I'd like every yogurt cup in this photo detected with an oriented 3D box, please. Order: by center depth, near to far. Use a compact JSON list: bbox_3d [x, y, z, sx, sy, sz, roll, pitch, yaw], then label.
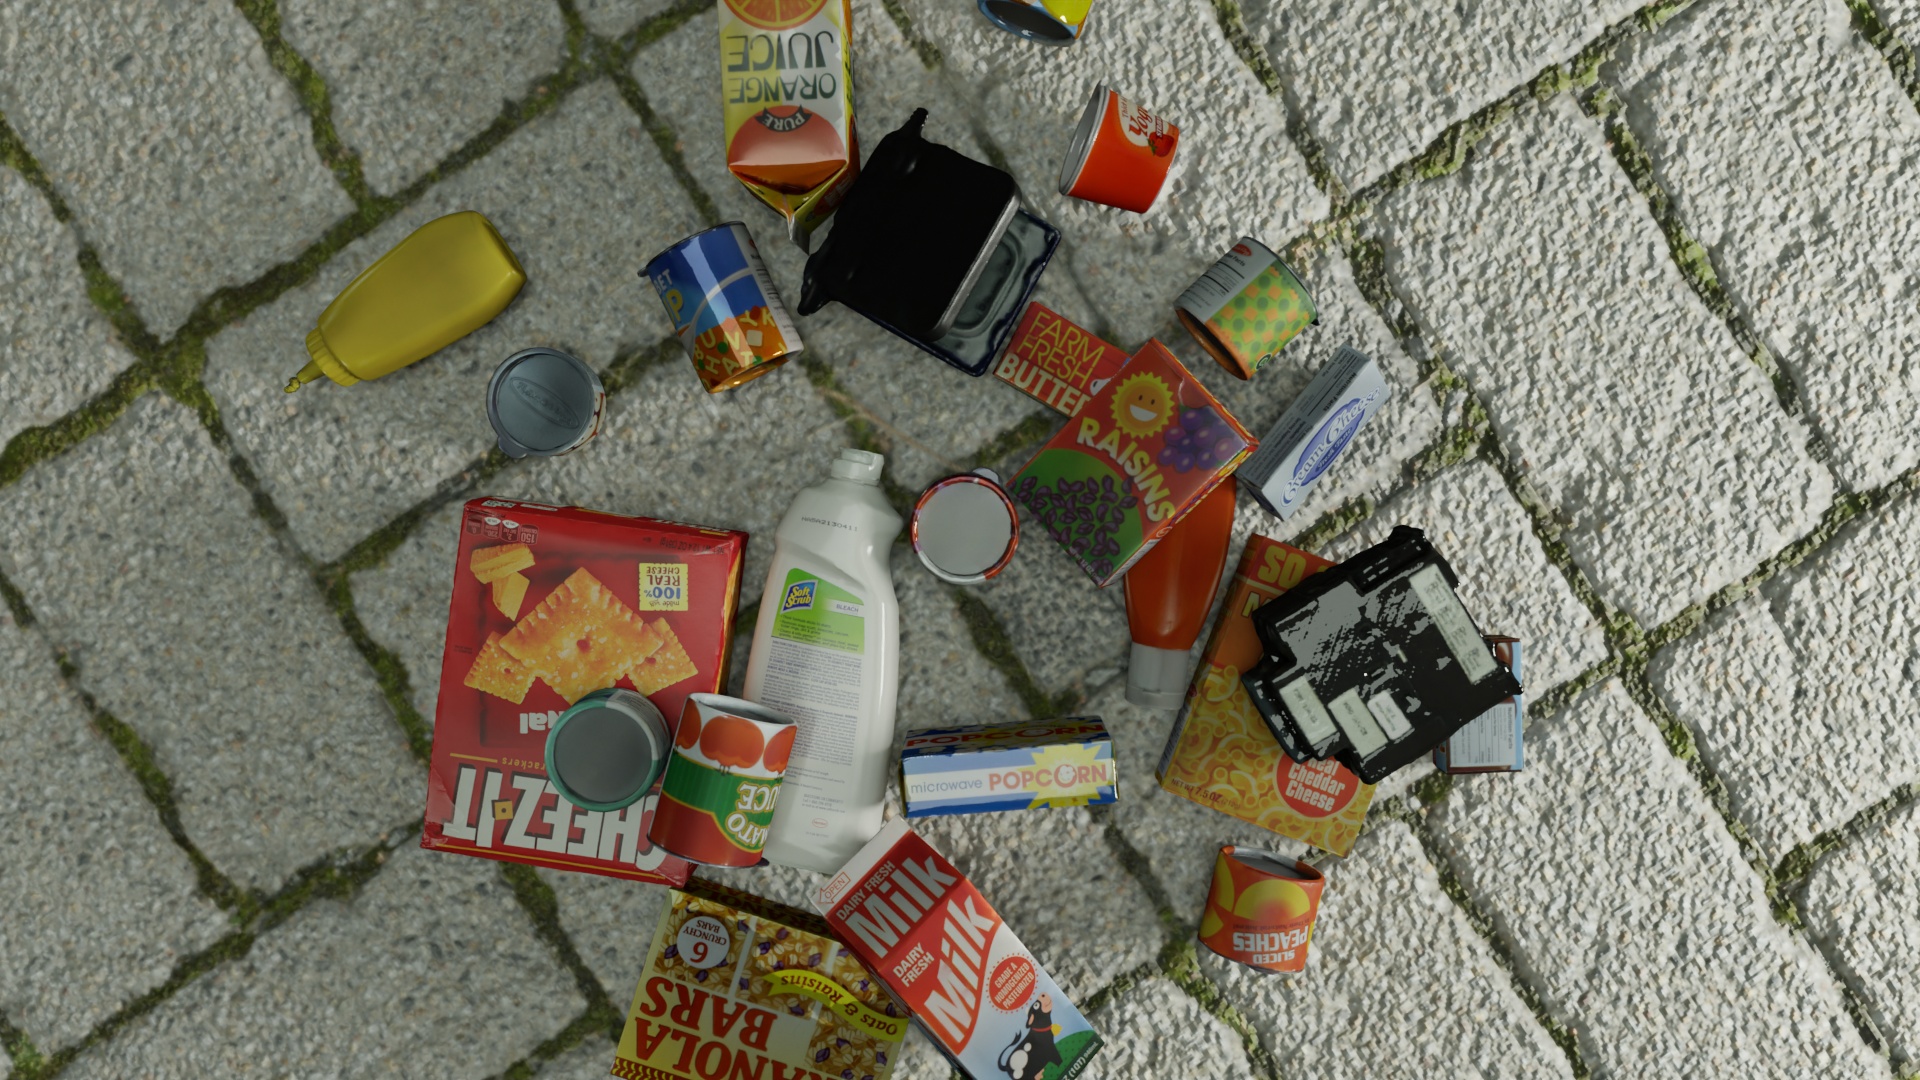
[{"bbox_3d":[0.096,-0.230,0.832,0.054,0.072,0.072,19,93,-9],"label":"yogurt cup"}]

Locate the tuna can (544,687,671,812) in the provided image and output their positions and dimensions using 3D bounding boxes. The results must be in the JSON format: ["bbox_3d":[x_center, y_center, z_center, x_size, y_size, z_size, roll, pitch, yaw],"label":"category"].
[{"bbox_3d":[-0.203,0.121,0.793,0.071,0.033,0.071,0,94,-1],"label":"tuna can"}]

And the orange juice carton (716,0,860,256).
[{"bbox_3d":[-0.101,-0.270,0.826,0.073,0.072,0.192,-3,92,1],"label":"orange juice carton"}]

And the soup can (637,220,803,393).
[{"bbox_3d":[-0.144,-0.138,0.835,0.071,0.071,0.083,-25,93,2],"label":"soup can"}]

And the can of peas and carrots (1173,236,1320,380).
[{"bbox_3d":[0.172,-0.137,0.834,0.058,0.071,0.071,-42,92,3],"label":"can of peas and carrots"}]

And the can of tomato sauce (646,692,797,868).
[{"bbox_3d":[-0.133,0.136,0.787,0.071,0.071,0.083,15,90,0],"label":"can of tomato sauce"}]

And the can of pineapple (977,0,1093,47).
[{"bbox_3d":[0.048,-0.335,0.824,0.071,0.071,0.058,20,93,-1],"label":"can of pineapple"}]

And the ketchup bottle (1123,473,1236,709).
[{"bbox_3d":[0.128,0.028,0.851,0.065,0.043,0.148,8,93,15],"label":"ketchup bottle"}]

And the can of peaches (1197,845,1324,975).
[{"bbox_3d":[0.184,0.224,0.847,0.071,0.071,0.058,13,92,0],"label":"can of peaches"}]

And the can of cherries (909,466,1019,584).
[{"bbox_3d":[0.003,-0.011,0.844,0.071,0.058,0.071,0,93,1],"label":"can of cherries"}]

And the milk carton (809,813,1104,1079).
[{"bbox_3d":[-0.007,0.249,0.812,0.072,0.073,0.190,-43,111,-19],"label":"milk carton"}]

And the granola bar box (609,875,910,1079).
[{"bbox_3d":[-0.118,0.294,0.868,0.166,0.039,0.124,18,92,-1],"label":"granola bar box"}]

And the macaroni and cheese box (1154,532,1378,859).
[{"bbox_3d":[0.208,0.094,0.856,0.124,0.040,0.166,21,93,-1],"label":"macaroni and cheese box"}]

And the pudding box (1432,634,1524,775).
[{"bbox_3d":[0.320,0.101,0.861,0.050,0.030,0.083,-2,93,2],"label":"pudding box"}]

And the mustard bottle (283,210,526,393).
[{"bbox_3d":[-0.345,-0.137,0.845,0.160,0.049,0.065,-32,92,2],"label":"mustard bottle"}]

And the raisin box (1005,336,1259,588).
[{"bbox_3d":[0.100,-0.045,0.816,0.123,0.040,0.086,-45,75,16],"label":"raisin box"}]

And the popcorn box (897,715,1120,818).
[{"bbox_3d":[0.028,0.135,0.837,0.127,0.085,0.038,-5,92,1],"label":"popcorn box"}]

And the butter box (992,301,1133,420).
[{"bbox_3d":[0.076,-0.100,0.856,0.103,0.024,0.053,30,93,-1],"label":"butter box"}]

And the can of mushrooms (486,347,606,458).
[{"bbox_3d":[-0.255,-0.083,0.855,0.071,0.033,0.071,0,93,0],"label":"can of mushrooms"}]

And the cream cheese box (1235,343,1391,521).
[{"bbox_3d":[0.214,-0.065,0.842,0.104,0.053,0.024,-51,54,3],"label":"cream cheese box"}]
